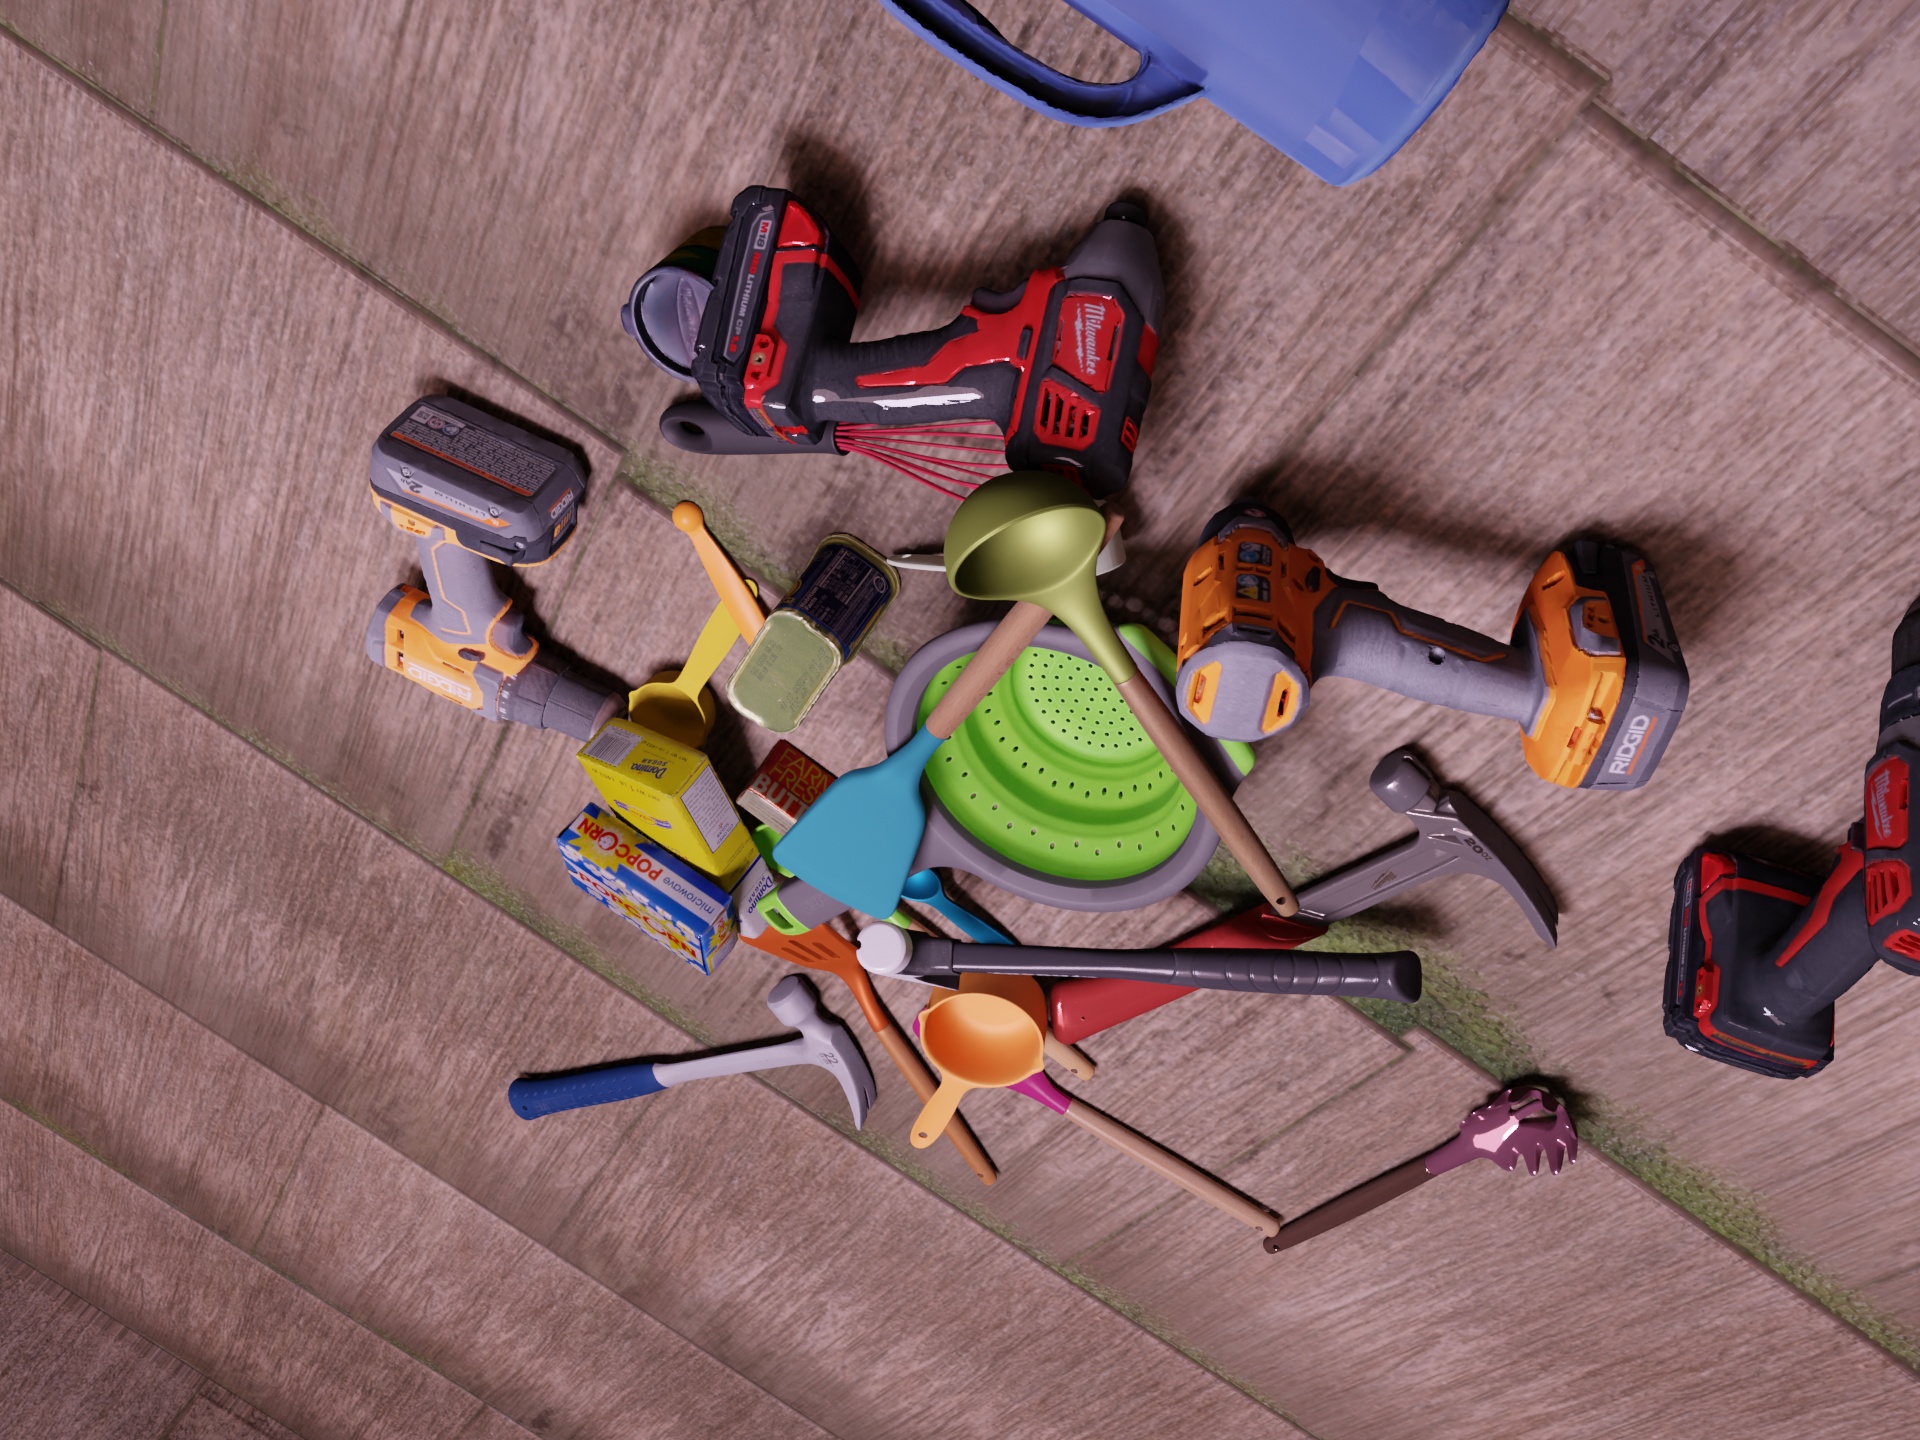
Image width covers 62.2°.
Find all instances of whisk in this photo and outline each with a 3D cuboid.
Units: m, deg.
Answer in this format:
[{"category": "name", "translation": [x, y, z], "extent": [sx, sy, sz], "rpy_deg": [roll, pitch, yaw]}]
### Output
[{"category": "whisk", "translation": [-0.048, -0.158, 0.881], "extent": [0.296, 0.073, 0.073], "rpy_deg": [8, 130, 28]}]

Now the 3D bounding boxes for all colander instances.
[{"category": "colander", "translation": [0.012, 0.038, 0.982], "extent": [0.397, 0.094, 0.204], "rpy_deg": [-31, 107, 40]}]

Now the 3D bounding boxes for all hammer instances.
[{"category": "hammer", "translation": [-0.246, 0.310, 1.372], "extent": [0.405, 0.035, 0.144], "rpy_deg": [-17, 117, 35]}, {"category": "hammer", "translation": [0.194, 0.146, 1.026], "extent": [0.149, 0.037, 0.359], "rpy_deg": [44, 132, -13]}, {"category": "hammer", "translation": [0.114, 0.153, 0.990], "extent": [0.335, 0.035, 0.146], "rpy_deg": [0, 168, 13]}]

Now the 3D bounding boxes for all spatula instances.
[{"category": "spatula", "translation": [-0.054, 0.260, 1.236], "extent": [0.081, 0.041, 0.322], "rpy_deg": [-14, 121, 33]}, {"category": "spatula", "translation": [-0.001, -0.003, 0.862], "extent": [0.082, 0.044, 0.317], "rpy_deg": [31, 132, -9]}]

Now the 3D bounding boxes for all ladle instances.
[{"category": "ladle", "translation": [0.097, 0.002, 0.797], "extent": [0.078, 0.062, 0.319], "rpy_deg": [-28, 120, 18]}]

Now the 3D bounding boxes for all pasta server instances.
[{"category": "pasta server", "translation": [0.311, 0.326, 1.117], "extent": [0.060, 0.040, 0.316], "rpy_deg": [45, 134, 3]}]

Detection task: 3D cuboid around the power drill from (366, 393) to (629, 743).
[{"category": "power drill", "translation": [-0.299, -0.083, 1.049], "extent": [0.185, 0.084, 0.226], "rpy_deg": [24, 137, 3]}]

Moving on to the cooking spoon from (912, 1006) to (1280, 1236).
[{"category": "cooking spoon", "translation": [0.104, 0.308, 1.214], "extent": [0.319, 0.017, 0.068], "rpy_deg": [30, 134, 1]}]

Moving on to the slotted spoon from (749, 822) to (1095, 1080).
[{"category": "slotted spoon", "translation": [-0.021, 0.165, 1.152], "extent": [0.313, 0.031, 0.070], "rpy_deg": [40, 135, -12]}]

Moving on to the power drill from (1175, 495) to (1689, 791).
[{"category": "power drill", "translation": [0.222, -0.049, 0.786], "extent": [0.226, 0.164, 0.084], "rpy_deg": [9, 131, 3]}]

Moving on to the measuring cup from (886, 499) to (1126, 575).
[{"category": "measuring cup", "translation": [0.017, -0.103, 0.896], "extent": [0.168, 0.083, 0.038], "rpy_deg": [7, 114, 42]}]

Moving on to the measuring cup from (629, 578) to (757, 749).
[{"category": "measuring cup", "translation": [-0.169, -0.041, 1.062], "extent": [0.062, 0.029, 0.156], "rpy_deg": [35, 122, -4]}]

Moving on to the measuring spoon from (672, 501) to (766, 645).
[{"category": "measuring spoon", "translation": [-0.149, -0.086, 1.007], "extent": [0.021, 0.011, 0.116], "rpy_deg": [-21, 110, 23]}]

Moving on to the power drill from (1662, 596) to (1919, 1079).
[{"category": "power drill", "translation": [0.432, 0.062, 0.773], "extent": [0.080, 0.188, 0.226], "rpy_deg": [16, 151, 6]}]

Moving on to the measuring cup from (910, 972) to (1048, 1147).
[{"category": "measuring cup", "translation": [0.003, 0.241, 1.148], "extent": [0.095, 0.052, 0.173], "rpy_deg": [24, 125, -4]}]

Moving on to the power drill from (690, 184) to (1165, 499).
[{"category": "power drill", "translation": [-0.009, -0.195, 0.785], "extent": [0.220, 0.143, 0.078], "rpy_deg": [11, 173, 17]}]

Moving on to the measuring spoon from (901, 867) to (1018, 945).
[{"category": "measuring spoon", "translation": [0.001, 0.130, 1.124], "extent": [0.128, 0.021, 0.042], "rpy_deg": [38, 133, -20]}]
